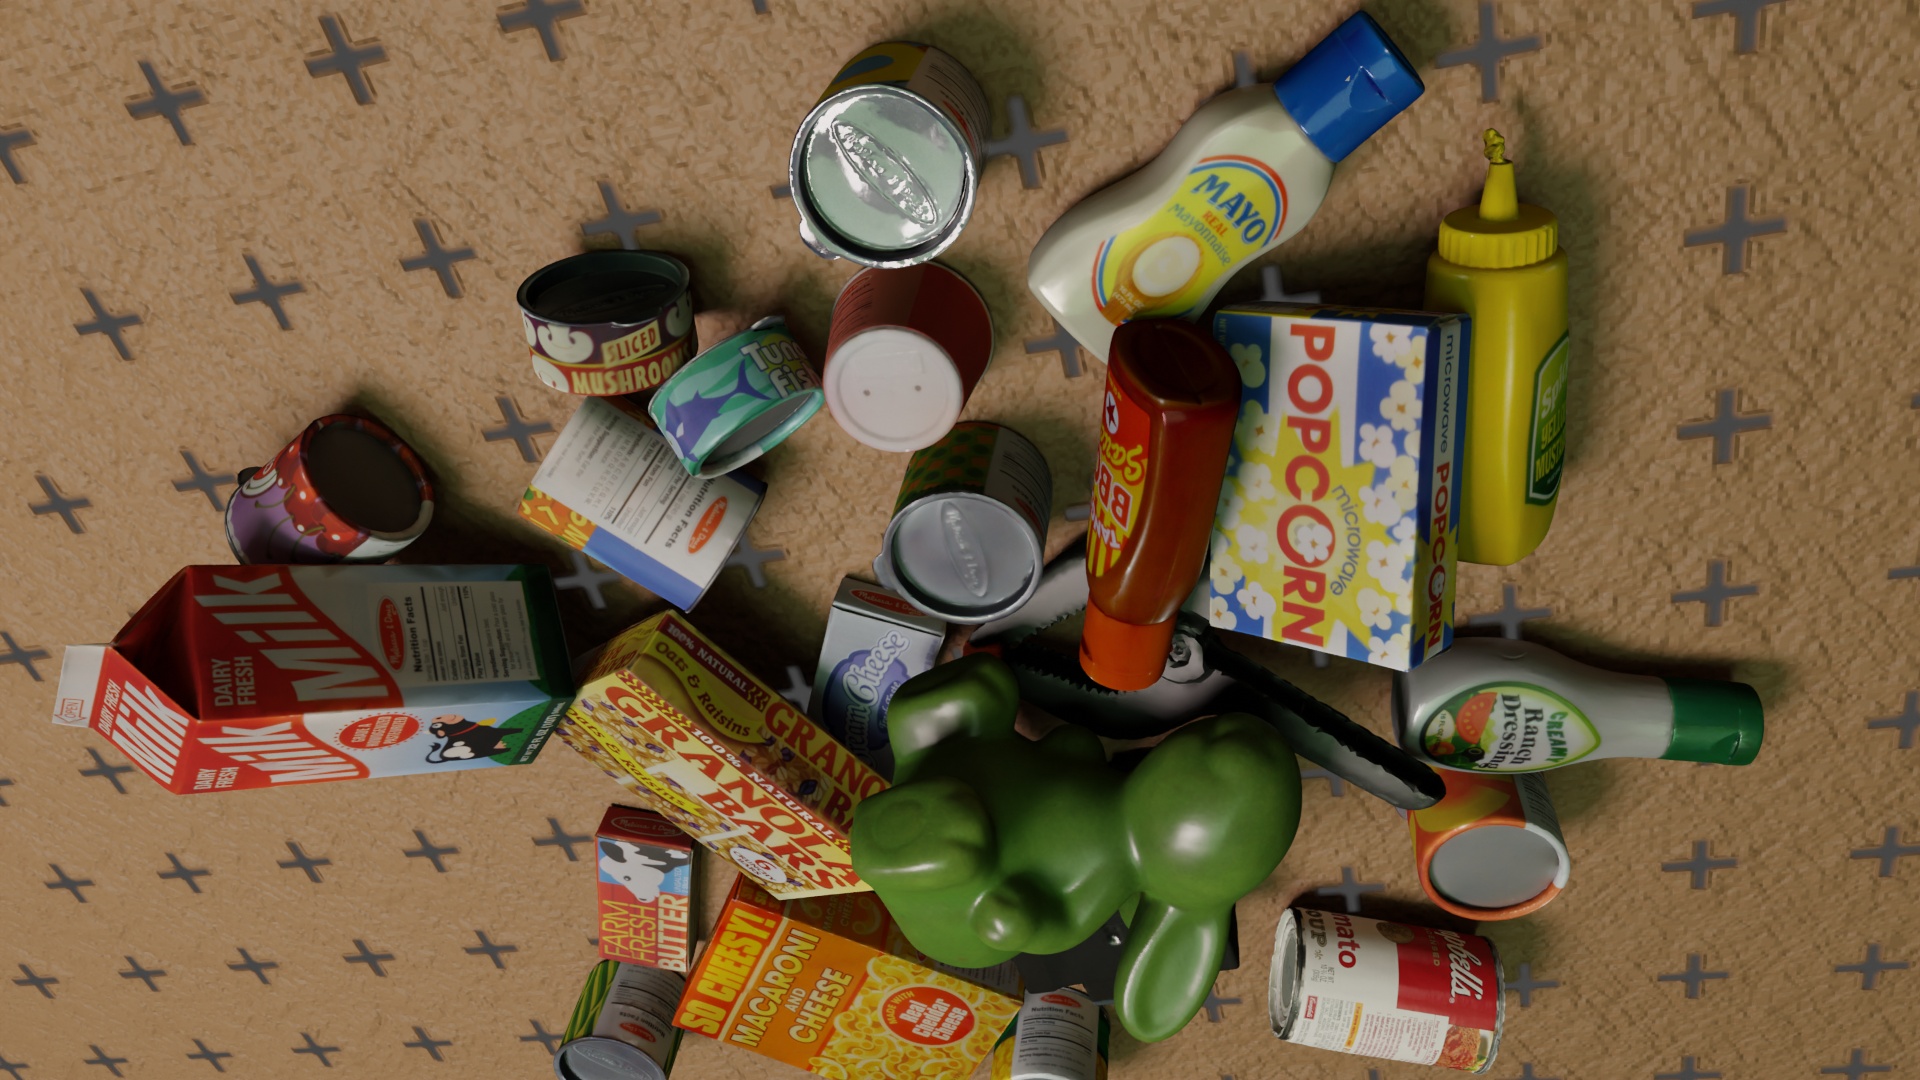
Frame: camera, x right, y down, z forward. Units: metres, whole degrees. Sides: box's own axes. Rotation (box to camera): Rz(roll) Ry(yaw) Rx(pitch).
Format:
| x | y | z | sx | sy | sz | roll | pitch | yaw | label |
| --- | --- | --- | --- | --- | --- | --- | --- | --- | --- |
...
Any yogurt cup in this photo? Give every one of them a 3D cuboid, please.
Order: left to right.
| x | y | z | sx | sy | sz | roll | pitch | yaw | label |
| --- | --- | --- | --- | --- | --- | --- | --- | --- | --- |
| -0.023 | -0.071 | 0.549 | 0.072 | 0.054 | 0.072 | 4 | 123 | 5 | yogurt cup |

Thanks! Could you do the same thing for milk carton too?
| x | y | z | sx | sy | sz | roll | pitch | yaw | label |
| --- | --- | --- | --- | --- | --- | --- | --- | --- | --- |
| -0.274 | 0.058 | 0.596 | 0.191 | 0.074 | 0.072 | 1 | 147 | -37 | milk carton |

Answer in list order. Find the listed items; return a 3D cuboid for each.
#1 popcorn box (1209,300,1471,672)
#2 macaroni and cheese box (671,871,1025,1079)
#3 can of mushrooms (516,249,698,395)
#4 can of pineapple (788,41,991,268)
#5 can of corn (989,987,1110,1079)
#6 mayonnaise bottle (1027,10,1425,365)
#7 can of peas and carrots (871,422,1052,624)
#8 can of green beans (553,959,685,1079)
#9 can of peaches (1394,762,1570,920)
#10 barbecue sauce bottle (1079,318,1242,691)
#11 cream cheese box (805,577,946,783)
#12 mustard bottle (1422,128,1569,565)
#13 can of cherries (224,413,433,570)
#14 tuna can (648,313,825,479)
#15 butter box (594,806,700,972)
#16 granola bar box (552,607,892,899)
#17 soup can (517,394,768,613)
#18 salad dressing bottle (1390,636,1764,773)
| x | y | z | sx | sy | sz | roll | pitch | yaw | label |
| --- | --- | --- | --- | --- | --- | --- | --- | --- | --- |
| 0.138 | -0.023 | 0.513 | 0.085 | 0.038 | 0.126 | 12 | 111 | 41 | popcorn box |
| -0.063 | 0.250 | 0.779 | 0.166 | 0.040 | 0.123 | 22 | 124 | -8 | macaroni and cheese box |
| -0.137 | -0.085 | 0.546 | 0.071 | 0.071 | 0.033 | 3 | 126 | 6 | can of mushrooms |
| -0.025 | -0.139 | 0.501 | 0.071 | 0.058 | 0.070 | 4 | 124 | 6 | can of pineapple |
| 0.050 | 0.298 | 0.783 | 0.071 | 0.058 | 0.070 | 4 | 124 | 6 | can of corn |
| 0.095 | -0.126 | 0.503 | 0.064 | 0.041 | 0.147 | 40 | 121 | -21 | mayonnaise bottle |
| 0.002 | -0.007 | 0.585 | 0.071 | 0.059 | 0.070 | 4 | 124 | 6 | can of peas and carrots |
| -0.196 | 0.287 | 0.811 | 0.071 | 0.058 | 0.071 | 4 | 124 | 6 | can of green beans |
| 0.241 | 0.134 | 0.646 | 0.071 | 0.058 | 0.071 | 3 | 124 | 5 | can of peaches |
| 0.072 | -0.007 | 0.532 | 0.044 | 0.065 | 0.147 | -4 | 129 | -11 | barbecue sauce bottle |
| -0.043 | 0.070 | 0.664 | 0.053 | 0.024 | 0.103 | 16 | 124 | -2 | cream cheese box |
| 0.196 | -0.070 | 0.512 | 0.049 | 0.065 | 0.159 | 12 | 125 | 35 | mustard bottle |
| -0.280 | -0.016 | 0.616 | 0.058 | 0.072 | 0.071 | -32 | 114 | 26 | can of cherries |
| -0.086 | -0.057 | 0.556 | 0.071 | 0.071 | 0.033 | -37 | 84 | 28 | tuna can |
| -0.172 | 0.194 | 0.766 | 0.053 | 0.024 | 0.103 | 10 | 124 | 1 | butter box |
| -0.110 | 0.107 | 0.663 | 0.165 | 0.039 | 0.124 | 42 | 145 | -19 | granola bar box |
| -0.136 | -0.018 | 0.596 | 0.084 | 0.072 | 0.071 | 32 | 122 | -12 | soup can |
| 0.269 | 0.075 | 0.611 | 0.148 | 0.044 | 0.064 | 3 | 123 | 6 | salad dressing bottle |
